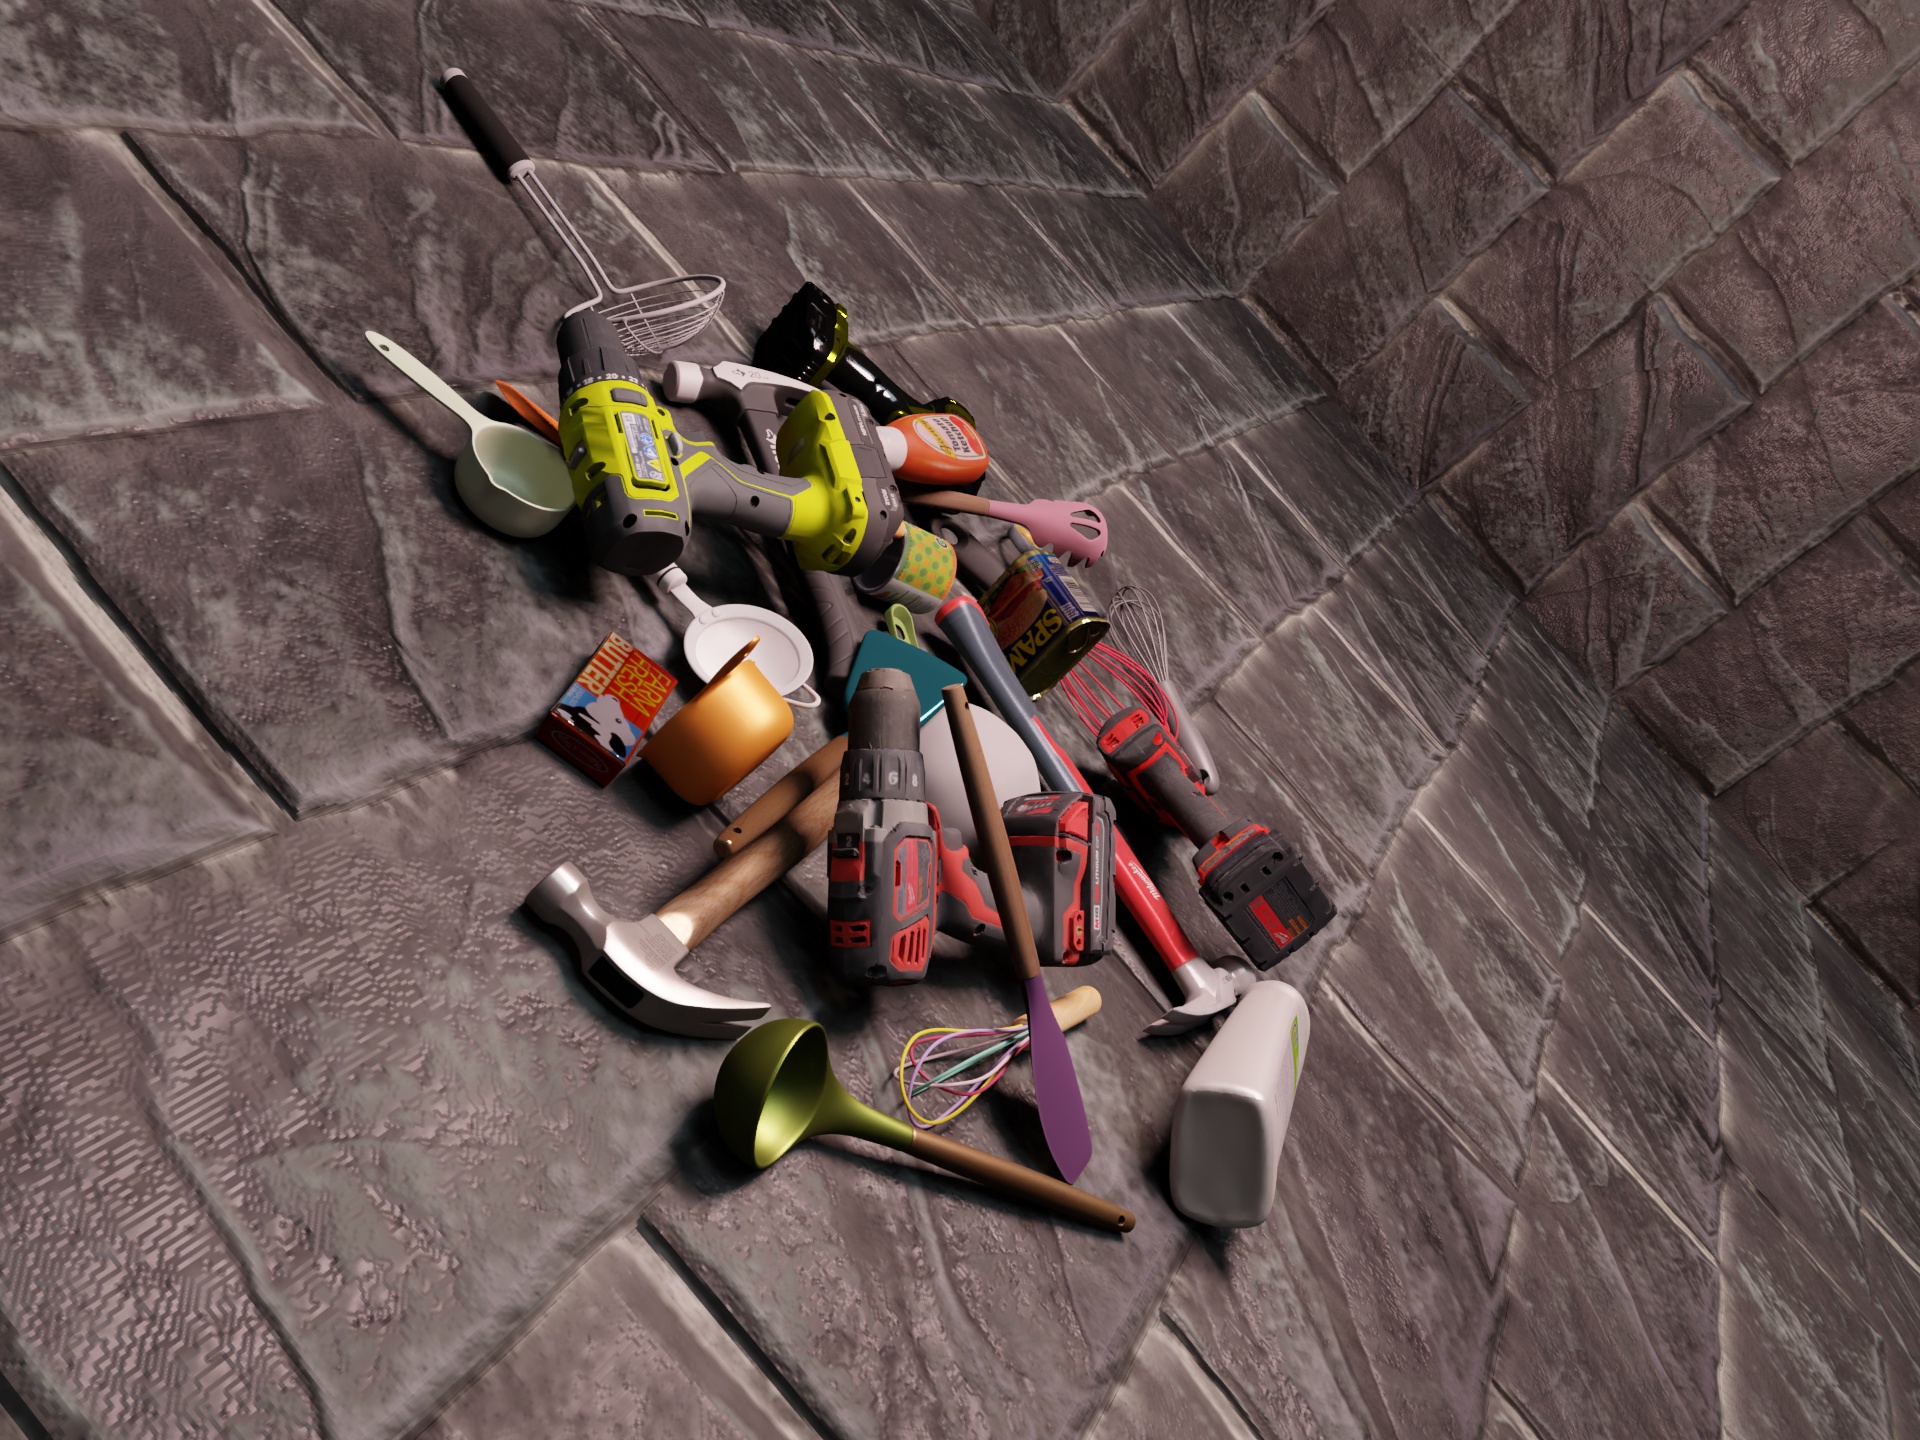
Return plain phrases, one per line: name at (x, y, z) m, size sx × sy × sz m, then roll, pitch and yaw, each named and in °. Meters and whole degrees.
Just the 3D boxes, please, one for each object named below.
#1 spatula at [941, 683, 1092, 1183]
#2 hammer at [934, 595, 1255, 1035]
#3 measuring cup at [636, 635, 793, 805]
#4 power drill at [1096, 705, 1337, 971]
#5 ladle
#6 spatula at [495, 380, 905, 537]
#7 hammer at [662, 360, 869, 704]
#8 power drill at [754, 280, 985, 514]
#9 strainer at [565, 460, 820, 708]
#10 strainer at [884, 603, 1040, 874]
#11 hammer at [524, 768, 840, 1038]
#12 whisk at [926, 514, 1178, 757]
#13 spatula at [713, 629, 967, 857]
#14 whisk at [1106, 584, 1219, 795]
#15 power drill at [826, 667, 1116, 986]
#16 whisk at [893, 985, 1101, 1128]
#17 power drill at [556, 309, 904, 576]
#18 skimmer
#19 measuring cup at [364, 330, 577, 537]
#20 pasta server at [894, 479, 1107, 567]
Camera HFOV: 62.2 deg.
spatula at (0.034, 0.131, 0.960) m, size 0.060 × 0.018 × 0.316 m, roll -30°, pitch 107°, yaw -61°
hammer at (0.084, 0.064, 1.226) m, size 0.143 × 0.038 × 0.386 m, roll -6°, pitch 59°, yaw -57°
measuring cup at (-0.127, -0.001, 0.917) m, size 0.095 × 0.173 × 0.052 m, roll -41°, pitch 92°, yaw -27°
power drill at (0.199, 0.091, 1.277) m, size 0.143 × 0.078 × 0.220 m, roll 50°, pitch 3°, yaw -42°
ladle at (-0.004, 0.241, 0.878) m, size 0.319 × 0.062 × 0.078 m, roll 31°, pitch 76°, yaw -34°
spatula at (-0.179, -0.180, 1.155) m, size 0.322 × 0.041 × 0.081 m, roll 10°, pitch 21°, yaw -31°
hammer at (-0.120, -0.148, 1.225) m, size 0.146 × 0.035 × 0.335 m, roll 1°, pitch 53°, yaw -35°
power drill at (-0.073, -0.281, 1.431) m, size 0.223 × 0.080 × 0.171 m, roll 34°, pitch 26°, yaw -25°
strainer at (-0.188, -0.087, 1.070) m, size 0.258 × 0.050 × 0.087 m, roll 46°, pitch 48°, yaw 12°
strainer at (-0.002, -0.004, 1.179) m, size 0.151 × 0.069 × 0.257 m, roll 18°, pitch 40°, yaw -41°
hammer at (-0.117, 0.084, 0.952) m, size 0.130 × 0.031 × 0.331 m, roll 47°, pitch 28°, yaw 2°
whisk at (0.077, -0.077, 1.393) m, size 0.296 × 0.073 × 0.073 m, roll 45°, pitch 28°, yaw 10°
spatula at (-0.082, 0.015, 1.016) m, size 0.082 × 0.044 × 0.317 m, roll 27°, pitch 24°, yaw 8°
whisk at (0.194, -0.031, 1.504) m, size 0.055 × 0.055 × 0.239 m, roll 13°, pitch 47°, yaw -46°
power drill at (0.004, 0.072, 1.003) m, size 0.226 × 0.080 × 0.188 m, roll 11°, pitch 77°, yaw -50°
whisk at (0.030, 0.197, 0.993) m, size 0.047 × 0.051 × 0.245 m, roll 49°, pitch 25°, yaw 17°
power drill at (-0.165, -0.184, 1.086) m, size 0.228 × 0.080 × 0.191 m, roll 3°, pitch 59°, yaw -40°
skimmer at (-0.320, -0.423, 1.274) m, size 0.127 × 0.090 × 0.363 m, roll -28°, pitch 71°, yaw -28°
measuring cup at (-0.321, -0.181, 1.017) m, size 0.167 × 0.038 × 0.083 m, roll 41°, pitch 29°, yaw -5°
pasta server at (-0.006, -0.186, 1.375) m, size 0.316 × 0.040 × 0.060 m, roll 8°, pitch 74°, yaw -23°
